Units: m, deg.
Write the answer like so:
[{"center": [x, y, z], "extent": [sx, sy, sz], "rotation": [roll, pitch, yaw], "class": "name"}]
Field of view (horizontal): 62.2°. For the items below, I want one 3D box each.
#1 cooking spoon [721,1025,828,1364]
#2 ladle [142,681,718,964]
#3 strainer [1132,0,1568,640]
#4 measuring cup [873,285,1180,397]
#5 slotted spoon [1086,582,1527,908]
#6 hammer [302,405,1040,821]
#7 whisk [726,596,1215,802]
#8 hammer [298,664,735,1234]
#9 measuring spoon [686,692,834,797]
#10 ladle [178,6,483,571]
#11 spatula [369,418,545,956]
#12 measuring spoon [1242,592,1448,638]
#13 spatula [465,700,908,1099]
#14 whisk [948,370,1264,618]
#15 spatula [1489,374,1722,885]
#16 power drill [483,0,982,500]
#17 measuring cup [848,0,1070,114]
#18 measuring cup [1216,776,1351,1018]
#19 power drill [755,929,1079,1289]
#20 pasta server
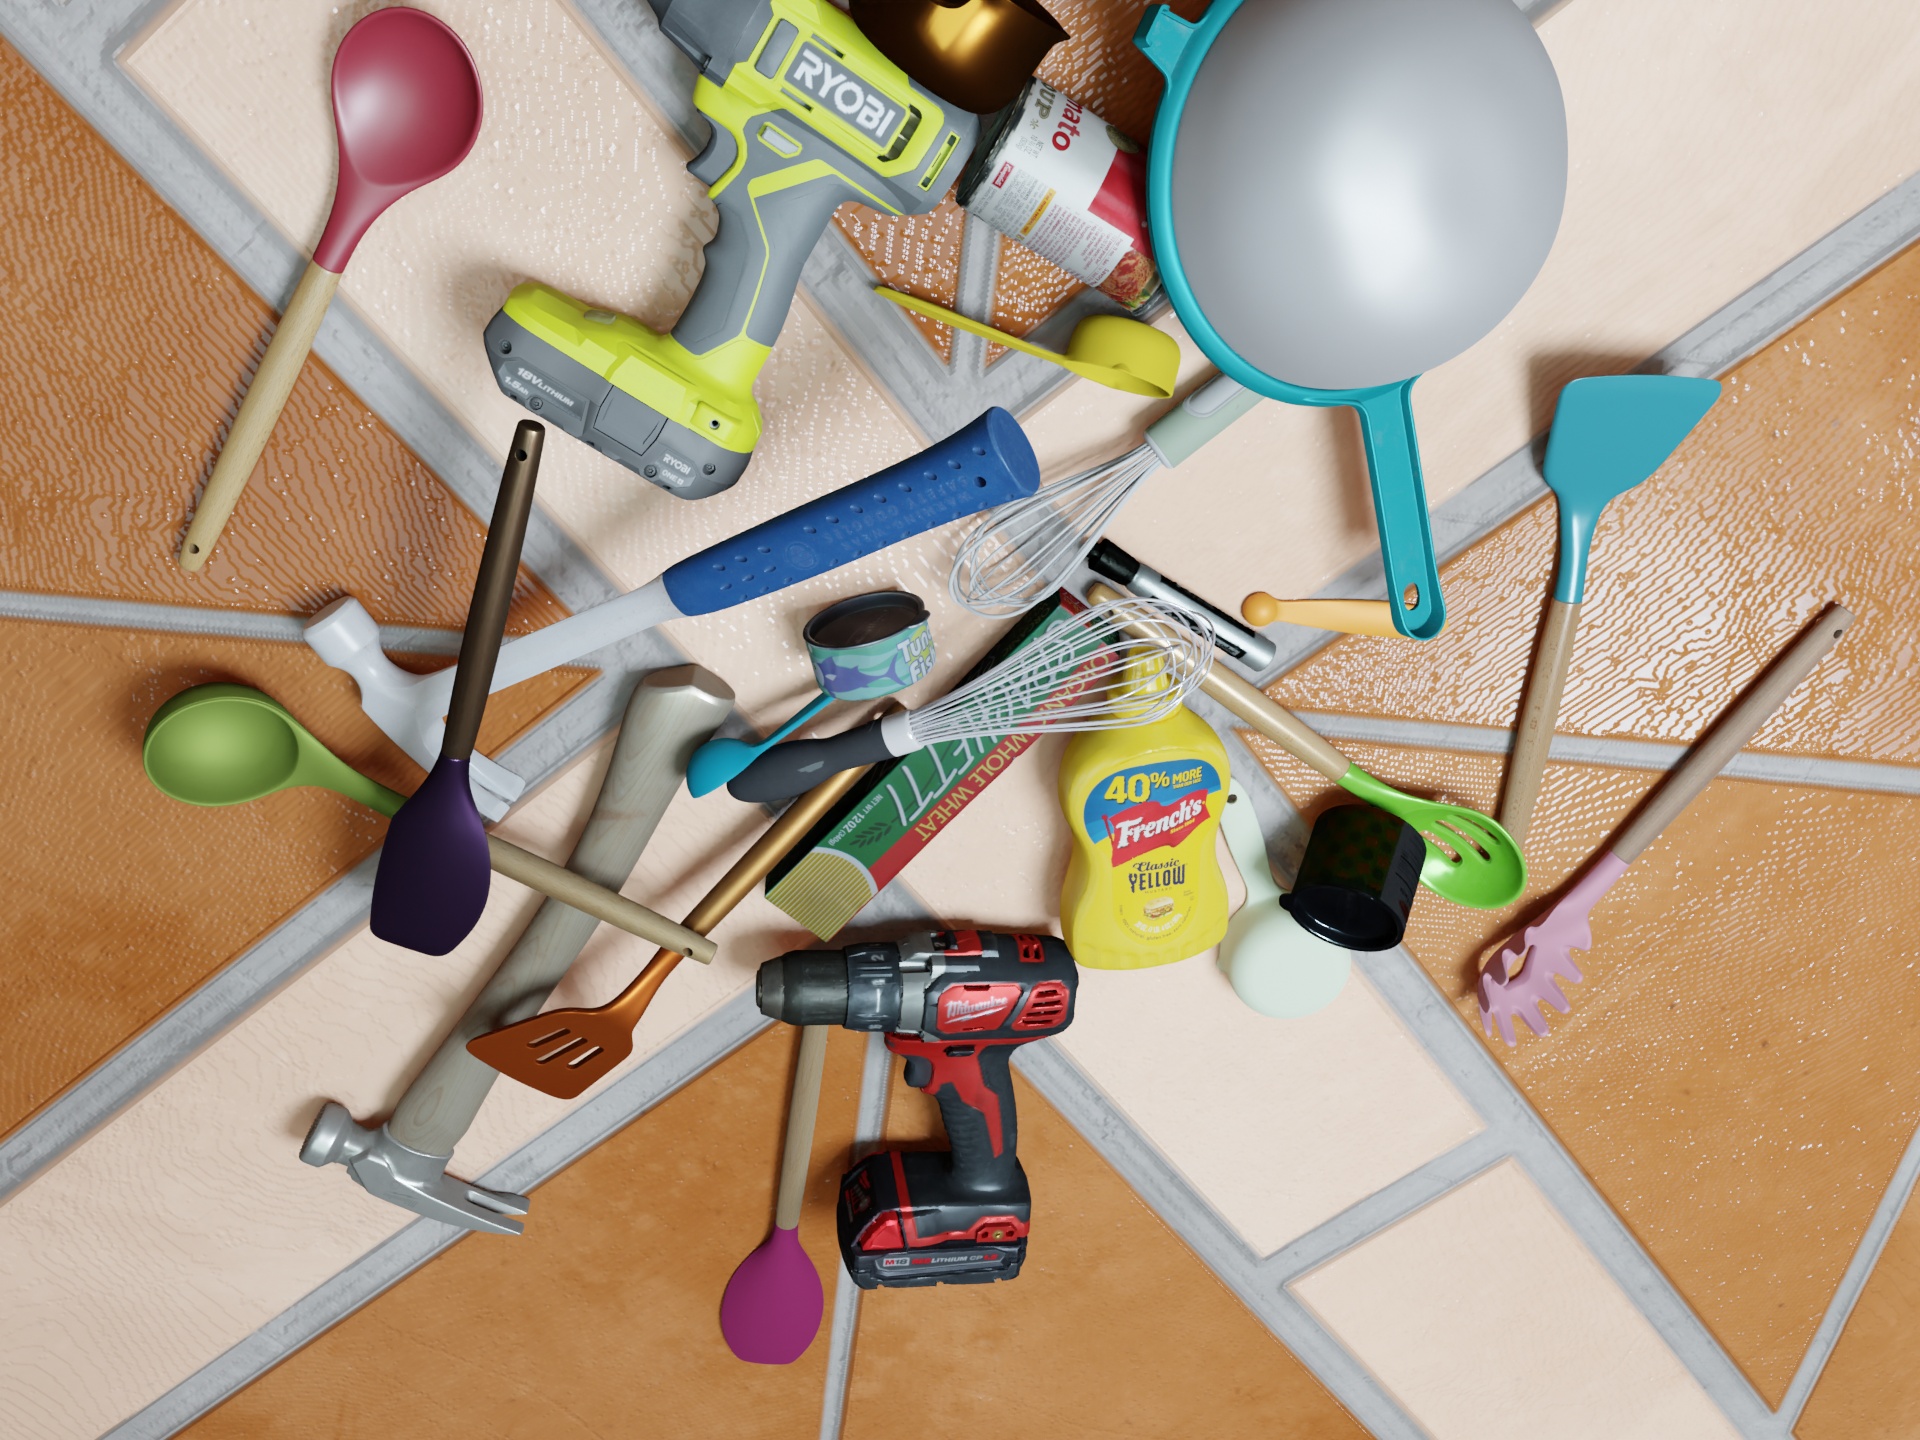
[{"center": [-0.110, 0.307, 1.033], "extent": [0.068, 0.017, 0.318], "rotation": [7, 116, -6], "class": "cooking spoon"}, {"center": [-0.282, 0.067, 0.858], "extent": [0.320, 0.062, 0.078], "rotation": [26, 121, -4], "class": "ladle"}, {"center": [0.210, -0.183, 0.727], "extent": [0.211, 0.095, 0.340], "rotation": [-23, 114, -16], "class": "strainer"}, {"center": [0.034, -0.197, 0.783], "extent": [0.156, 0.062, 0.029], "rotation": [20, 94, 0], "class": "measuring cup"}, {"center": [0.198, 0.013, 0.899], "extent": [0.313, 0.031, 0.070], "rotation": [34, 138, -15], "class": "slotted spoon"}, {"center": [-0.142, -0.055, 0.777], "extent": [0.405, 0.035, 0.144], "rotation": [-18, 120, 28], "class": "hammer"}, {"center": [-0.001, -0.003, 0.837], "extent": [0.284, 0.070, 0.070], "rotation": [-17, 116, 20], "class": "whisk"}, {"center": [-0.238, 0.142, 0.937], "extent": [0.146, 0.038, 0.410], "rotation": [29, 111, -17], "class": "hammer"}, {"center": [-0.098, -0.004, 0.861], "extent": [0.128, 0.042, 0.021], "rotation": [-37, 103, -11], "class": "measuring spoon"}, {"center": [-0.317, -0.198, 0.772], "extent": [0.069, 0.031, 0.315], "rotation": [31, 113, -14], "class": "ladle"}, {"center": [-0.245, -0.004, 0.793], "extent": [0.059, 0.018, 0.315], "rotation": [18, 118, -6], "class": "spatula"}, {"center": [0.213, -0.056, 0.875], "extent": [0.117, 0.011, 0.021], "rotation": [4, 116, -5], "class": "measuring spoon"}, {"center": [-0.146, 0.104, 0.907], "extent": [0.322, 0.041, 0.081], "rotation": [-46, 126, 5], "class": "spatula"}, {"center": [0.094, -0.134, 0.814], "extent": [0.246, 0.058, 0.059], "rotation": [-37, 147, 10], "class": "whisk"}, {"center": [0.330, -0.039, 0.873], "extent": [0.082, 0.044, 0.317], "rotation": [0, 117, -6], "class": "spatula"}, {"center": [-0.120, -0.232, 0.740], "extent": [0.171, 0.080, 0.223], "rotation": [30, 107, -17], "class": "power drill"}, {"center": [-0.011, -0.283, 0.647], "extent": [0.095, 0.174, 0.052], "rotation": [35, 118, -10], "class": "measuring cup"}, {"center": [0.182, 0.108, 0.938], "extent": [0.083, 0.038, 0.167], "rotation": [-20, 117, 7], "class": "measuring cup"}, {"center": [-0.032, 0.229, 0.961], "extent": [0.188, 0.080, 0.226], "rotation": [1, 113, -11], "class": "power drill"}, {"center": [0.409, 0.064, 0.930], "extent": [0.060, 0.040, 0.316], "rotation": [25, 112, -27], "class": "pasta server"}]
